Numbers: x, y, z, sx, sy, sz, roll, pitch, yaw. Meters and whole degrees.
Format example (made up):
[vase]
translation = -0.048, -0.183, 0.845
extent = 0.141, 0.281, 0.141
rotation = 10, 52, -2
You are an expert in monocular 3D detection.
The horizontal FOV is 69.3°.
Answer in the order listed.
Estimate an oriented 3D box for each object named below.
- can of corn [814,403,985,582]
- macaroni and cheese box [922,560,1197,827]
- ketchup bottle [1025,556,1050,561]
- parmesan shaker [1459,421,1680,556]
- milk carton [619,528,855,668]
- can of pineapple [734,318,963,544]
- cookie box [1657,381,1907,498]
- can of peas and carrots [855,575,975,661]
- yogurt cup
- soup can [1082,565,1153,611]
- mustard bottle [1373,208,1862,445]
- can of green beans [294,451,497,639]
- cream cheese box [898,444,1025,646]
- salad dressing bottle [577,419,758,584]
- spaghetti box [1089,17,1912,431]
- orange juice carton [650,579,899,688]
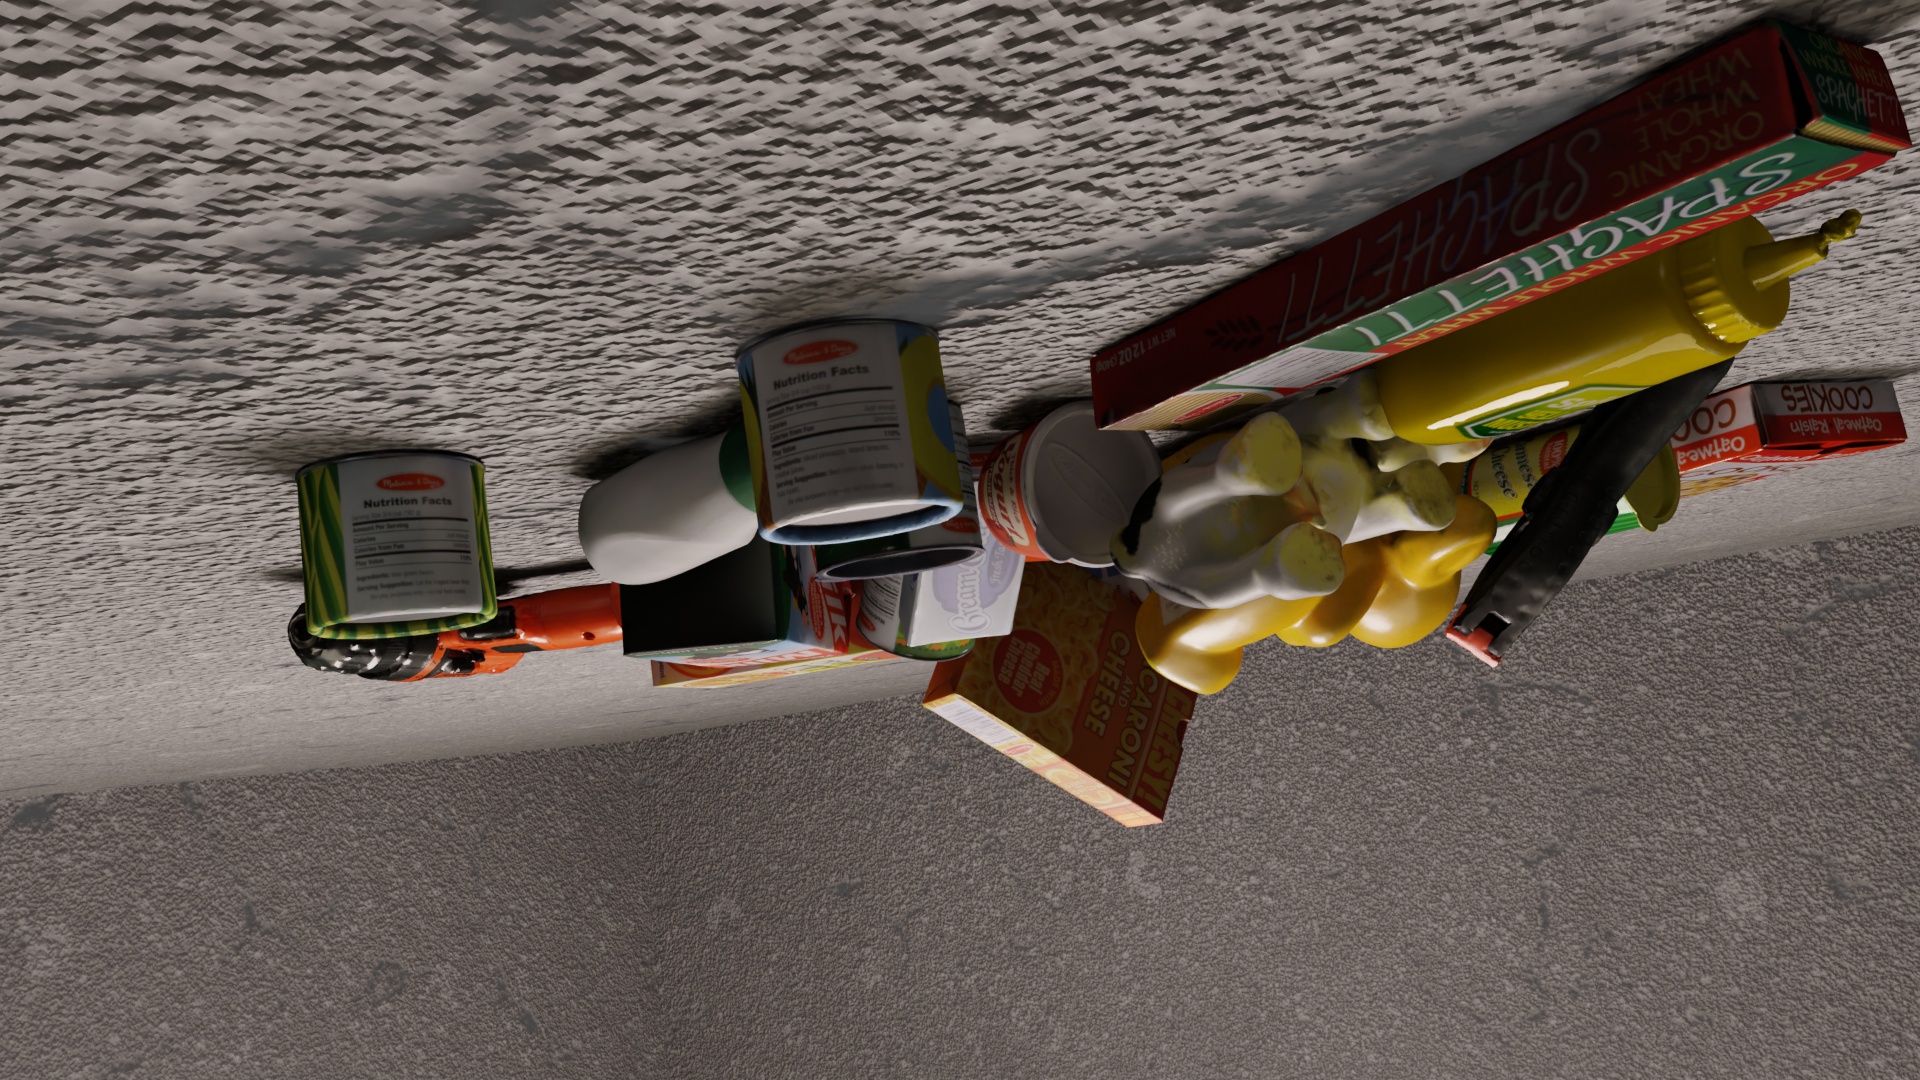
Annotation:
[can of corn]
translation = -0.029, -0.018, 0.544
extent = 0.071, 0.058, 0.071
rotation = -8, 171, -1
[macaroni and cheese box]
translation = 0.070, 0.085, 0.861
extent = 0.166, 0.124, 0.040
rotation = 33, 148, -21
[ketchup bottle]
translation = 0.002, -0.009, 0.688
extent = 0.149, 0.043, 0.064
rotation = -3, 177, -28
[parmesan shaker]
translation = 0.346, -0.029, 0.799
extent = 0.071, 0.071, 0.103
rotation = -2, 170, -36
[milk carton]
translation = -0.104, 0.023, 0.693
extent = 0.072, 0.073, 0.190
rotation = -6, 172, 5
[can of pineapple]
translation = -0.035, -0.033, 0.444
extent = 0.071, 0.058, 0.071
rotation = -8, 171, -1
[cookie box]
translation = 0.448, -0.053, 0.837
extent = 0.123, 0.040, 0.167
rotation = -4, 171, -24
[can of peas and carrots]
translation = -0.017, 0.023, 0.746
extent = 0.071, 0.058, 0.071
rotation = 10, -156, -4
[yogurt cup]
translation = 0.043, -0.022, 0.582
extent = 0.072, 0.072, 0.054
rotation = -4, 178, -28
[soup can]
translation = 0.110, 0.021, 0.931
extent = 0.071, 0.071, 0.083
rotation = 0, 169, -45
[mustard bottle]
translation = 0.213, -0.071, 0.457
extent = 0.065, 0.049, 0.160
rotation = -6, 172, -31
[can of green beans]
translation = -0.208, 0.003, 0.513
extent = 0.071, 0.058, 0.071
rotation = -8, 171, -1
[cream cheese box]
translation = 0.003, 0.003, 0.642
extent = 0.053, 0.024, 0.103
rotation = -5, 132, -17
[salad dressing bottle]
translation = -0.095, -0.019, 0.533
extent = 0.064, 0.044, 0.147
rotation = 2, 166, -40
[spaghetti box]
translation = 0.133, -0.077, 0.410
extent = 0.050, 0.029, 0.249
rotation = -3, 170, -34
[orange juice carton]
translation = -0.086, 0.040, 0.831
extent = 0.192, 0.072, 0.073
rotation = -11, 171, 16
